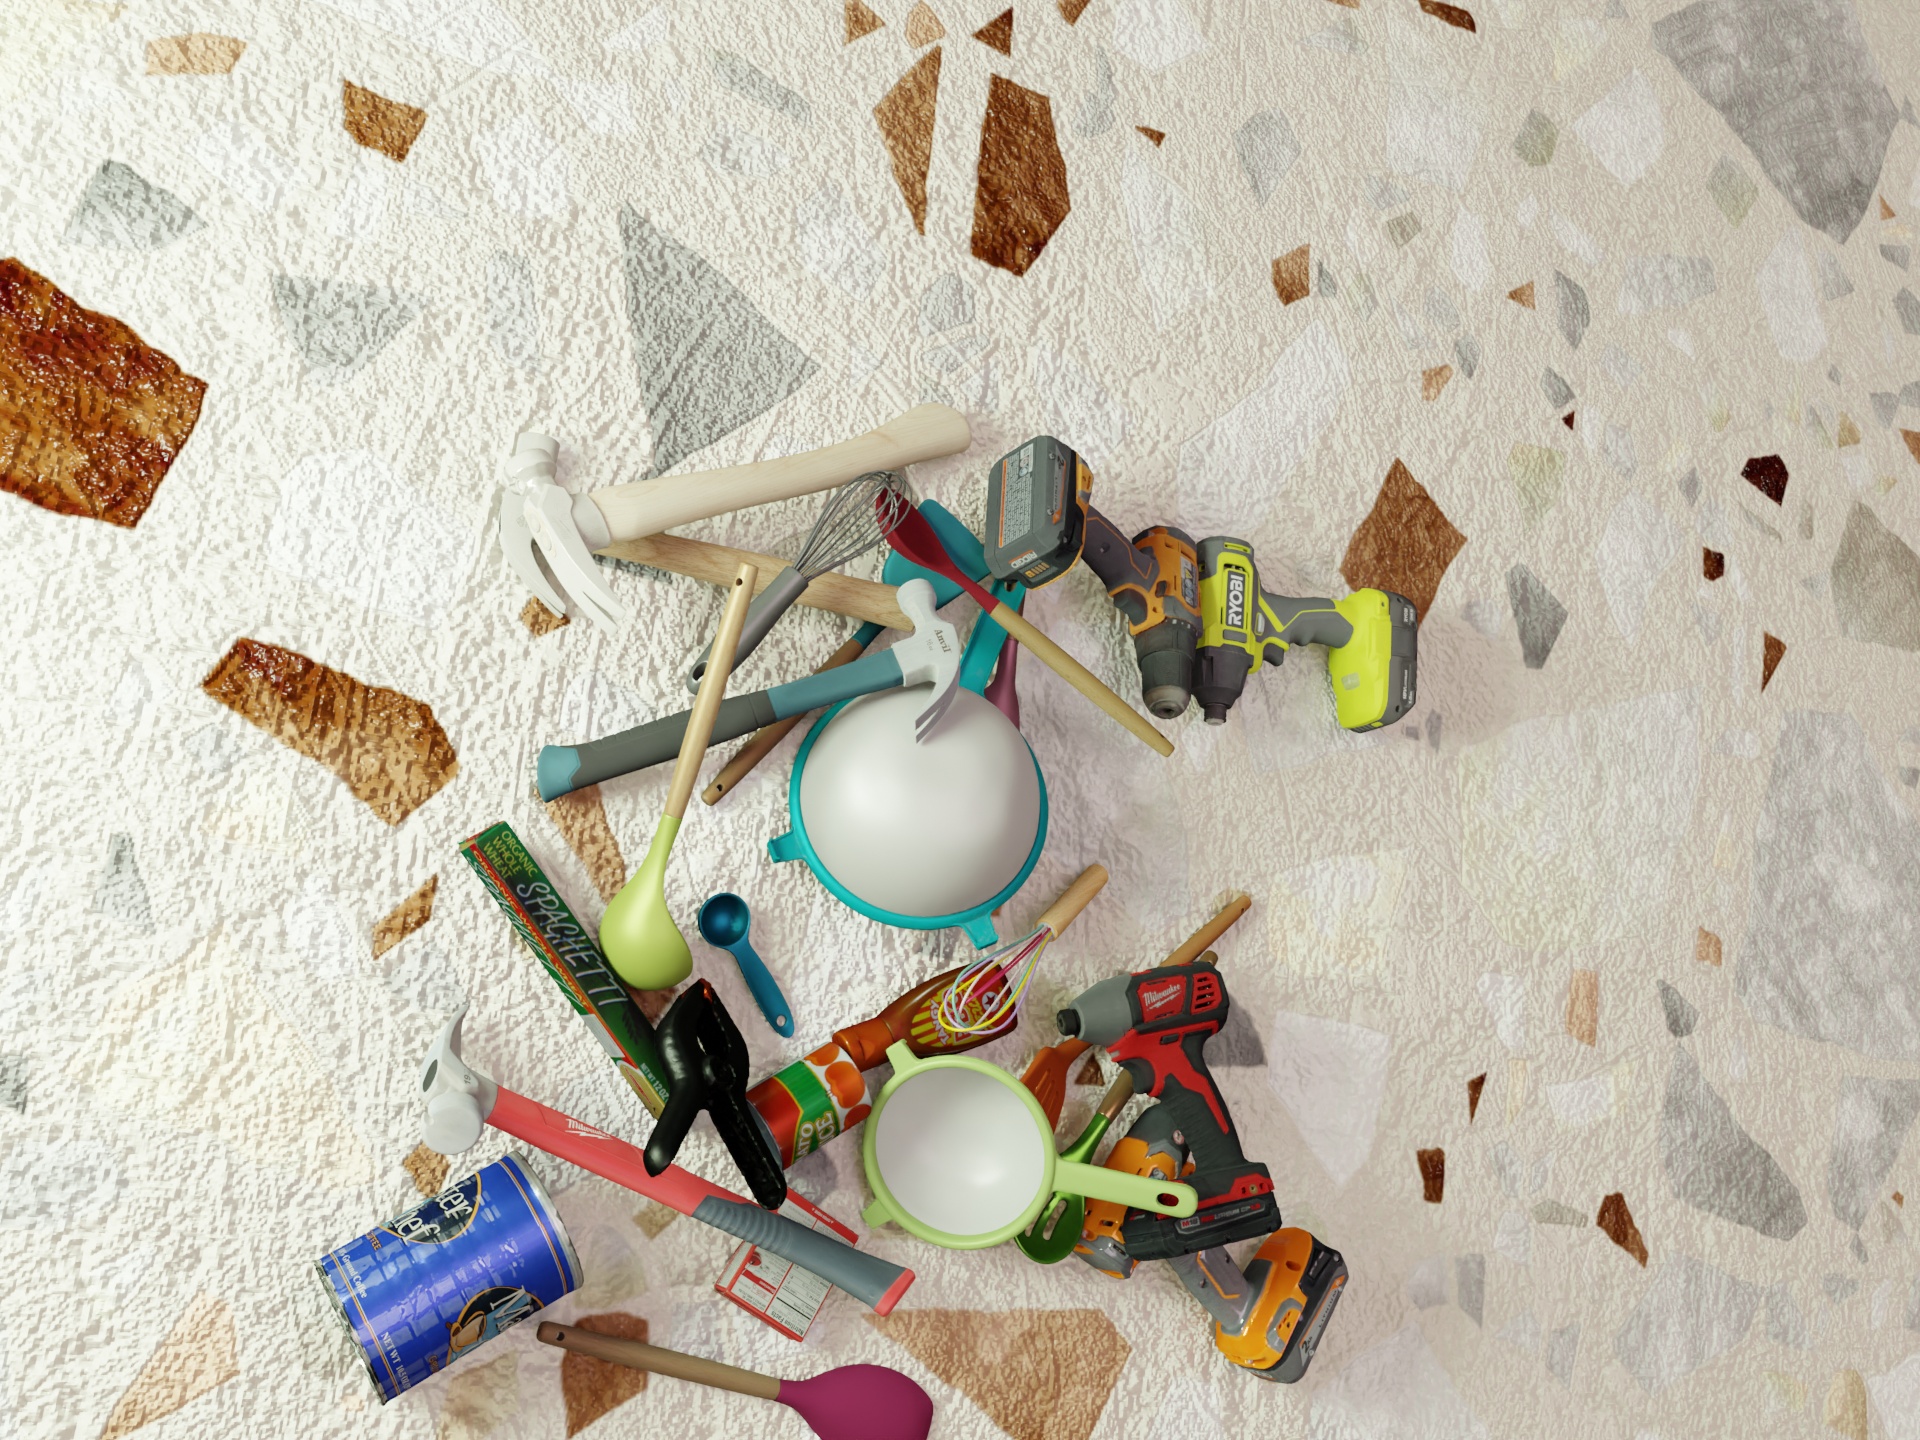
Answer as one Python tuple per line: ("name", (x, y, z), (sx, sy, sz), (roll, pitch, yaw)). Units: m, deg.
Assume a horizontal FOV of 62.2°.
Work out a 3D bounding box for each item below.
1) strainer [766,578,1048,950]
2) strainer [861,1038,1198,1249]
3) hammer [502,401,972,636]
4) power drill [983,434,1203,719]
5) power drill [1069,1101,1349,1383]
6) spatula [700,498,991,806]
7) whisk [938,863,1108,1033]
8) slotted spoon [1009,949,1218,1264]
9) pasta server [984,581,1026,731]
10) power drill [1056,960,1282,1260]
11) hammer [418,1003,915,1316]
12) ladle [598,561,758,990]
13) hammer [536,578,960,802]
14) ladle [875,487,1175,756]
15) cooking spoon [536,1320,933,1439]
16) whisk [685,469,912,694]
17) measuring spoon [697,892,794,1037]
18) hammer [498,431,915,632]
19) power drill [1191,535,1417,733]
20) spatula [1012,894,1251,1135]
("strainer", (-0.002, -0.004, 1.262), (0.211, 0.095, 0.340), (23, 67, -2))
("strainer", (0.055, 0.333, 1.219), (0.256, 0.069, 0.151), (10, 97, 10))
("hammer", (-0.141, -0.181, 1.243), (0.410, 0.038, 0.146), (-22, 73, -39))
("power drill", (0.123, -0.116, 1.349), (0.226, 0.084, 0.186), (30, 50, -35))
("power drill", (0.212, 0.426, 1.328), (0.226, 0.084, 0.164), (39, 65, -11))
("spatula", (-0.098, -0.048, 1.281), (0.082, 0.044, 0.317), (45, 65, -7))
("whisk", (0.055, 0.179, 1.282), (0.051, 0.047, 0.245), (56, 41, -4))
("slotted spoon", (0.133, 0.310, 1.313), (0.070, 0.031, 0.314), (44, 61, -8))
("pasta server", (0.042, -0.090, 1.373), (0.060, 0.040, 0.316), (16, 69, -24))
("power drill", (0.162, 0.307, 1.265), (0.143, 0.078, 0.220), (-6, 72, -21))
("hammer", (-0.197, 0.321, 1.115), (0.386, 0.143, 0.038), (33, 96, -22))
("ladle", (-0.190, 0.043, 1.137), (0.062, 0.078, 0.320), (7, 103, -61))
("hammer", (-0.156, -0.008, 1.193), (0.331, 0.033, 0.128), (-18, 58, -11))
("ladle", (0.049, -0.075, 1.281), (0.315, 0.031, 0.069), (40, 27, 1))
("cooking spoon", (-0.157, 0.483, 1.160), (0.318, 0.017, 0.069), (24, 69, -22))
("whisk", (-0.122, -0.106, 1.205), (0.055, 0.055, 0.239), (45, 74, -13))
("measuring spoon", (-0.164, 0.189, 1.220), (0.042, 0.021, 0.128), (-34, 106, -29))
("hammer", (-0.190, -0.119, 1.234), (0.331, 0.031, 0.130), (13, 77, -17))
("power drill", (0.311, -0.065, 1.480), (0.223, 0.080, 0.171), (10, 75, -21))
("spatula", (0.151, 0.245, 1.353), (0.322, 0.041, 0.081), (-35, 121, -30))
